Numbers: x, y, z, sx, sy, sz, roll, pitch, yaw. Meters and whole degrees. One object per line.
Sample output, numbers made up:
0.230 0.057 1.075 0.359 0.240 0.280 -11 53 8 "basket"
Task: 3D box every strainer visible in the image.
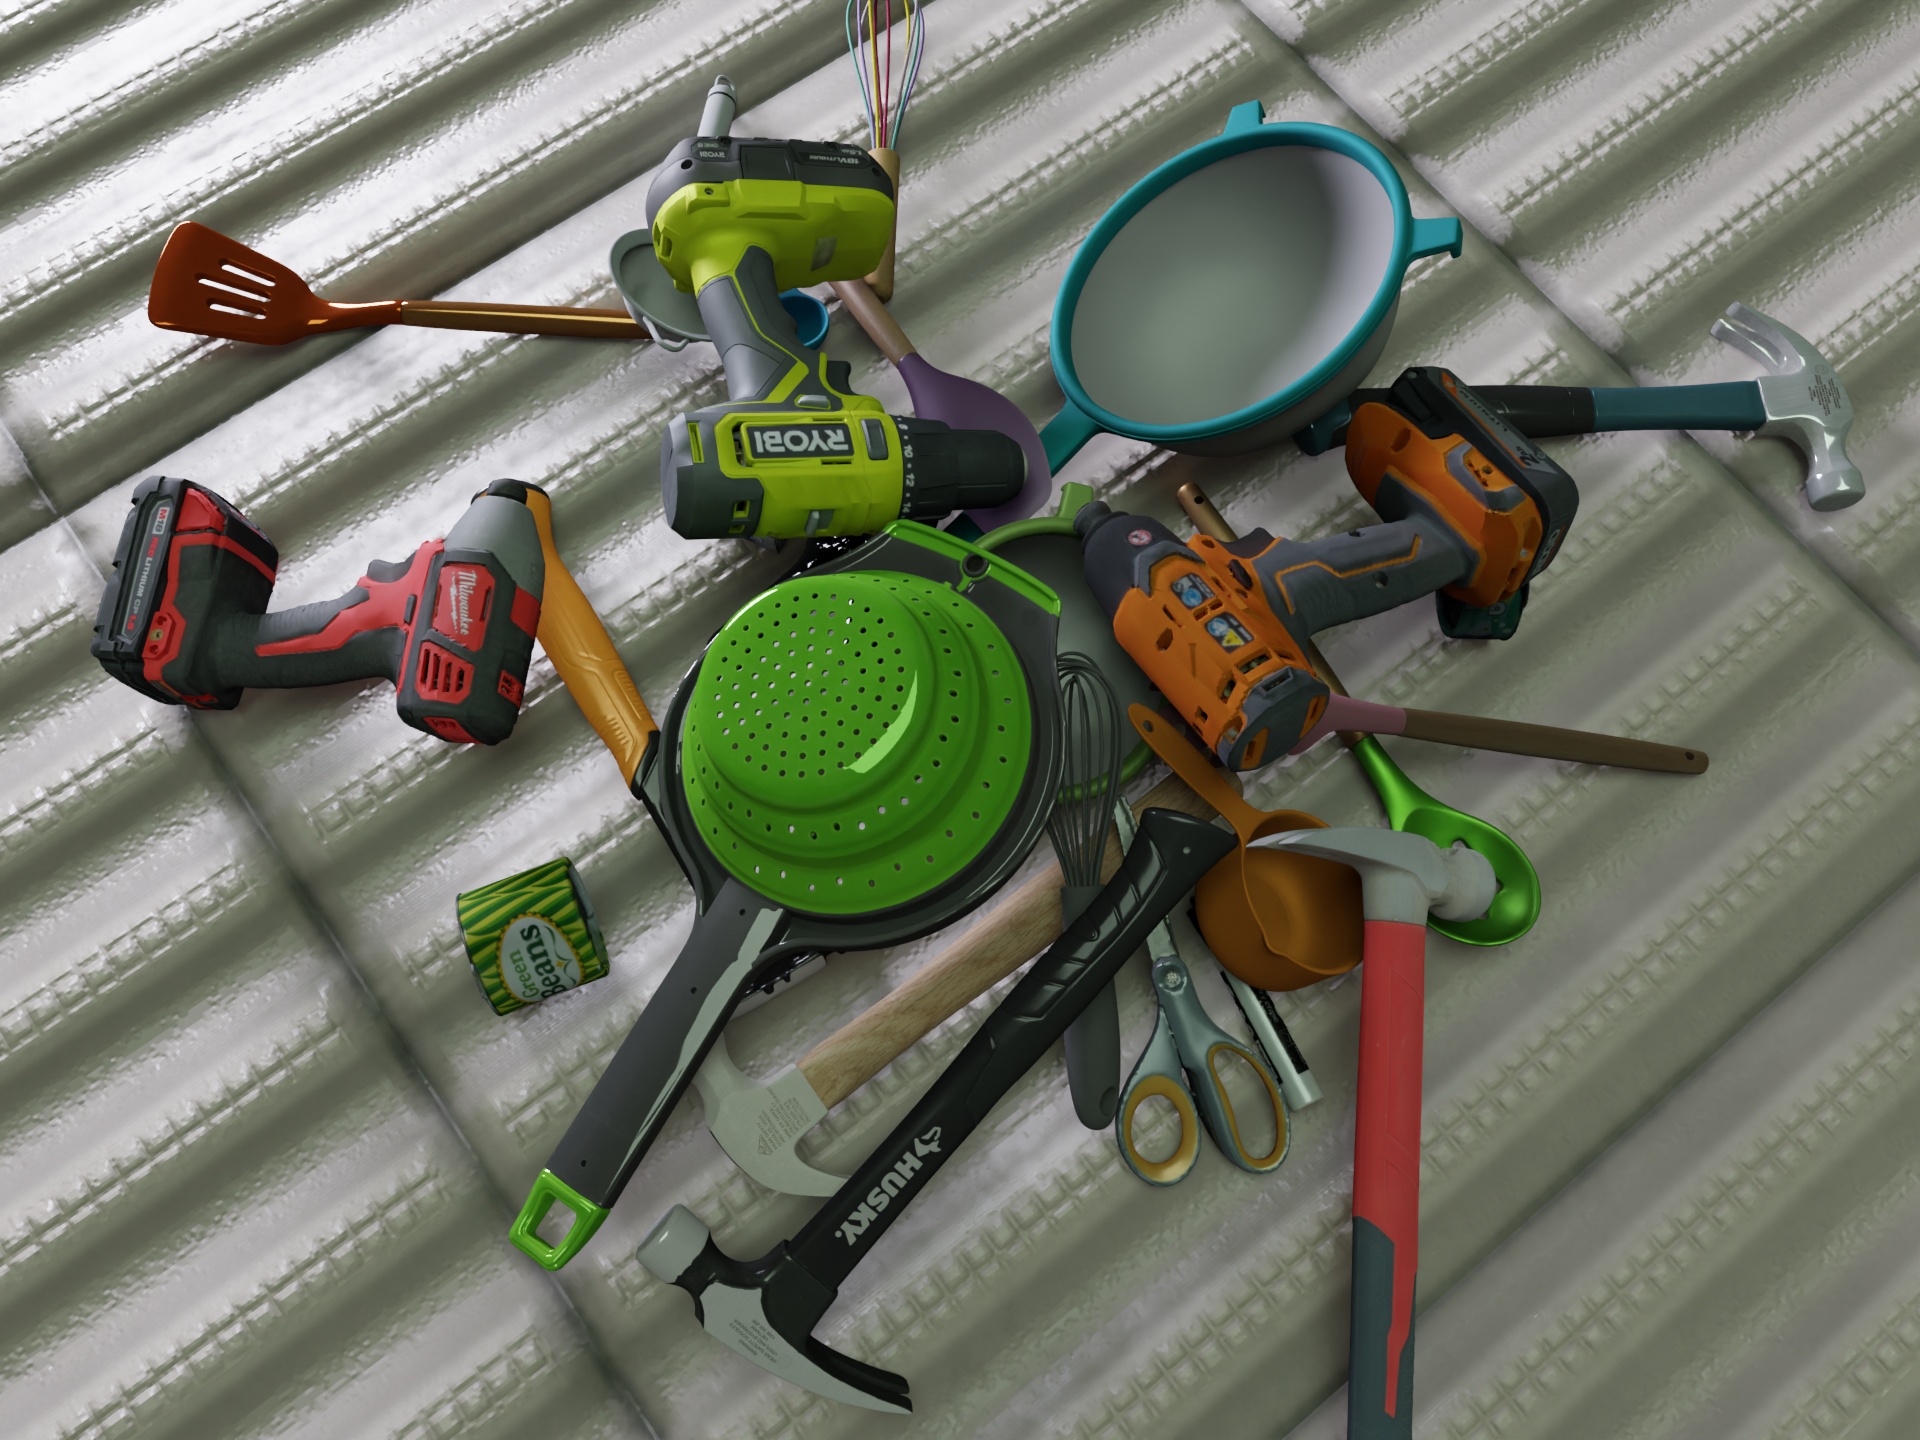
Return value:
-0.001 -0.003 0.845 0.256 0.069 0.151 -34 100 -15 "strainer"
-0.162 -0.305 0.964 0.086 0.050 0.259 22 55 -24 "strainer"
0.118 -0.182 0.913 0.340 0.095 0.211 -44 49 7 "strainer"

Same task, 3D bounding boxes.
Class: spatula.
-0.310 -0.248 0.951 0.322 0.041 0.081 3 63 -1 "spatula"
-0.042 -0.229 0.935 0.060 0.018 0.316 -41 64 11 "spatula"

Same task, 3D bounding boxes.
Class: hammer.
0.017 0.121 0.818 0.331 0.031 0.130 -35 91 -17 "hammer"
0.188 0.243 0.744 0.143 0.038 0.386 12 77 -32 "hammer"
-0.189 0.009 0.865 0.127 0.034 0.337 -29 73 -12 "hammer"
0.012 0.174 0.755 0.146 0.035 0.335 42 87 -7 "hammer"
0.358 -0.182 0.942 0.331 0.033 0.128 -2 71 -1 "hammer"

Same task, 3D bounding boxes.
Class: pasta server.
0.256 0.006 0.851 0.316 0.040 0.060 7 72 -13 "pasta server"

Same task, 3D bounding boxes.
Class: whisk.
-0.051 -0.374 1.000 0.051 0.047 0.245 2 74 -1 "whisk"
0.060 0.085 0.794 0.055 0.055 0.239 -4 88 -2 "whisk"

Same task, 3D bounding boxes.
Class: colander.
-0.099 0.067 0.728 0.205 0.094 0.397 28 79 21 "colander"

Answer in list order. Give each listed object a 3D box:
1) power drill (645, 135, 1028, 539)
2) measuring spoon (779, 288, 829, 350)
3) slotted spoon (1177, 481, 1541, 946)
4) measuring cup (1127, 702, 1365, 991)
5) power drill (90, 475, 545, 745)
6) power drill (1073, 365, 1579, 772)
-0.074 -0.201 0.860 0.190 0.080 0.229 -5 65 -19 "power drill"
-0.112 -0.270 0.979 0.042 0.021 0.129 -18 62 -4 "measuring spoon"
0.210 -0.010 0.882 0.070 0.031 0.314 -28 71 -10 "slotted spoon"
0.134 0.065 0.816 0.173 0.052 0.095 46 50 -1 "measuring cup"
-0.331 -0.067 0.850 0.219 0.078 0.143 5 74 8 "power drill"
0.177 -0.090 0.809 0.226 0.084 0.164 -30 63 -16 "power drill"
